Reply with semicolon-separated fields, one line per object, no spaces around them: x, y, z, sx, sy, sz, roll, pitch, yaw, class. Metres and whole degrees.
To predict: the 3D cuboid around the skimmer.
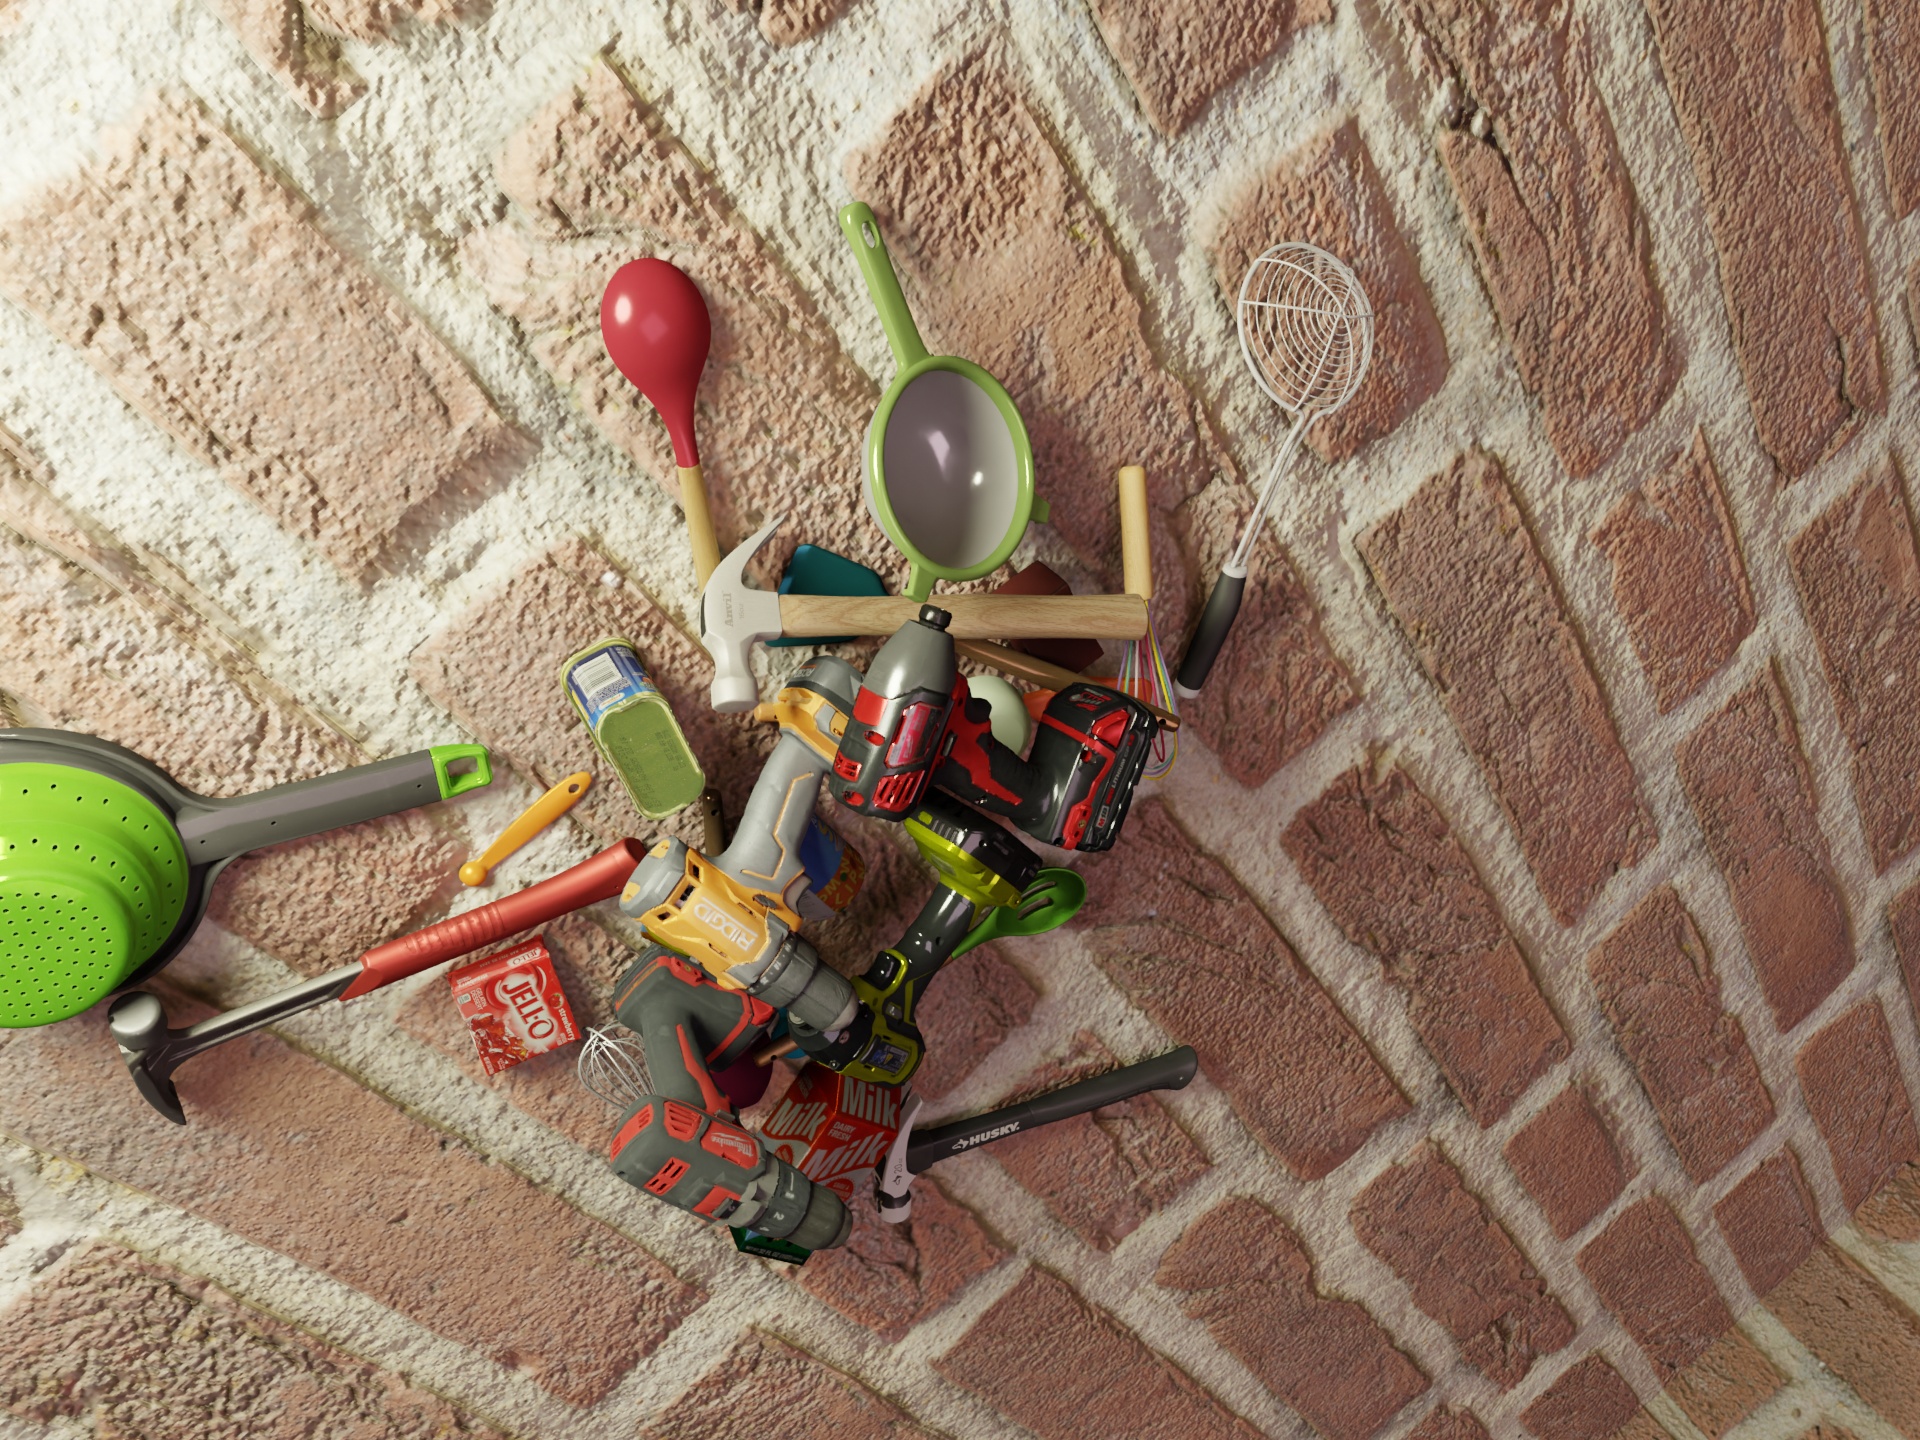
0.223;-0.186;1.248;0.127;0.090;0.363;-4;130;-30;skimmer

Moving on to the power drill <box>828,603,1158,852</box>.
0.023;0.009;1.084;0.219;0.079;0.143;14;98;-37;power drill

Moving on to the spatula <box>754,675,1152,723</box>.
-0.002;-0.004;1.221;0.322;0.041;0.081;-1;121;-28;spatula

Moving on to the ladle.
-0.176;-0.146;1.049;0.069;0.031;0.315;-21;128;-20;ladle

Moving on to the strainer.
-0.041;-0.214;1.063;0.151;0.069;0.256;-37;114;-38;strainer

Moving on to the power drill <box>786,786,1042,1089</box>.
-0.040;0.171;1.227;0.223;0.080;0.171;-58;150;-7;power drill

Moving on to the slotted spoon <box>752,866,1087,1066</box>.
-0.033;0.205;1.326;0.314;0.031;0.070;-27;127;-17;slotted spoon

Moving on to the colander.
-0.481;0.093;0.974;0.397;0.095;0.204;-15;124;-21;colander

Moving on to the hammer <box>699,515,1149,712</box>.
-0.018;-0.075;1.108;0.331;0.031;0.130;-2;74;-24;hammer

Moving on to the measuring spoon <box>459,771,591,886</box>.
-0.304;0.077;1.118;0.117;0.011;0.021;-41;129;-2;measuring spoon

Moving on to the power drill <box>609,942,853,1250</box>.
-0.168;0.276;1.156;0.187;0.227;0.080;35;107;-28;power drill

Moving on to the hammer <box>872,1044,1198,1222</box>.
0.076;0.361;1.487;0.334;0.035;0.146;-12;123;-23;hammer

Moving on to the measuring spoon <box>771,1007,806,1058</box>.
-0.140;0.232;1.295;0.042;0.021;0.128;-23;128;-16;measuring spoon

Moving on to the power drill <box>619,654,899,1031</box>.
-0.102;0.091;1.117;0.185;0.084;0.226;40;75;-19;power drill

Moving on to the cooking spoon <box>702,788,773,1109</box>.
-0.184;0.190;1.248;0.068;0.017;0.318;-11;122;-19;cooking spoon

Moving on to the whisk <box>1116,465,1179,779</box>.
0.143;-0.073;1.223;0.051;0.047;0.245;-8;103;-15;whisk

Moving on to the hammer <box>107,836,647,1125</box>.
-0.381;0.167;1.097;0.359;0.037;0.149;-21;152;-24;hammer

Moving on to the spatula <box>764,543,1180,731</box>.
0.017;-0.045;1.163;0.317;0.044;0.082;20;111;-10;spatula

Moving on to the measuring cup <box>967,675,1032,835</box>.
0.033;0.040;1.227;0.083;0.038;0.167;-28;127;-3;measuring cup

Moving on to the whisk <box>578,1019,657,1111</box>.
-0.239;0.322;1.274;0.058;0.059;0.246;-49;135;-28;whisk
